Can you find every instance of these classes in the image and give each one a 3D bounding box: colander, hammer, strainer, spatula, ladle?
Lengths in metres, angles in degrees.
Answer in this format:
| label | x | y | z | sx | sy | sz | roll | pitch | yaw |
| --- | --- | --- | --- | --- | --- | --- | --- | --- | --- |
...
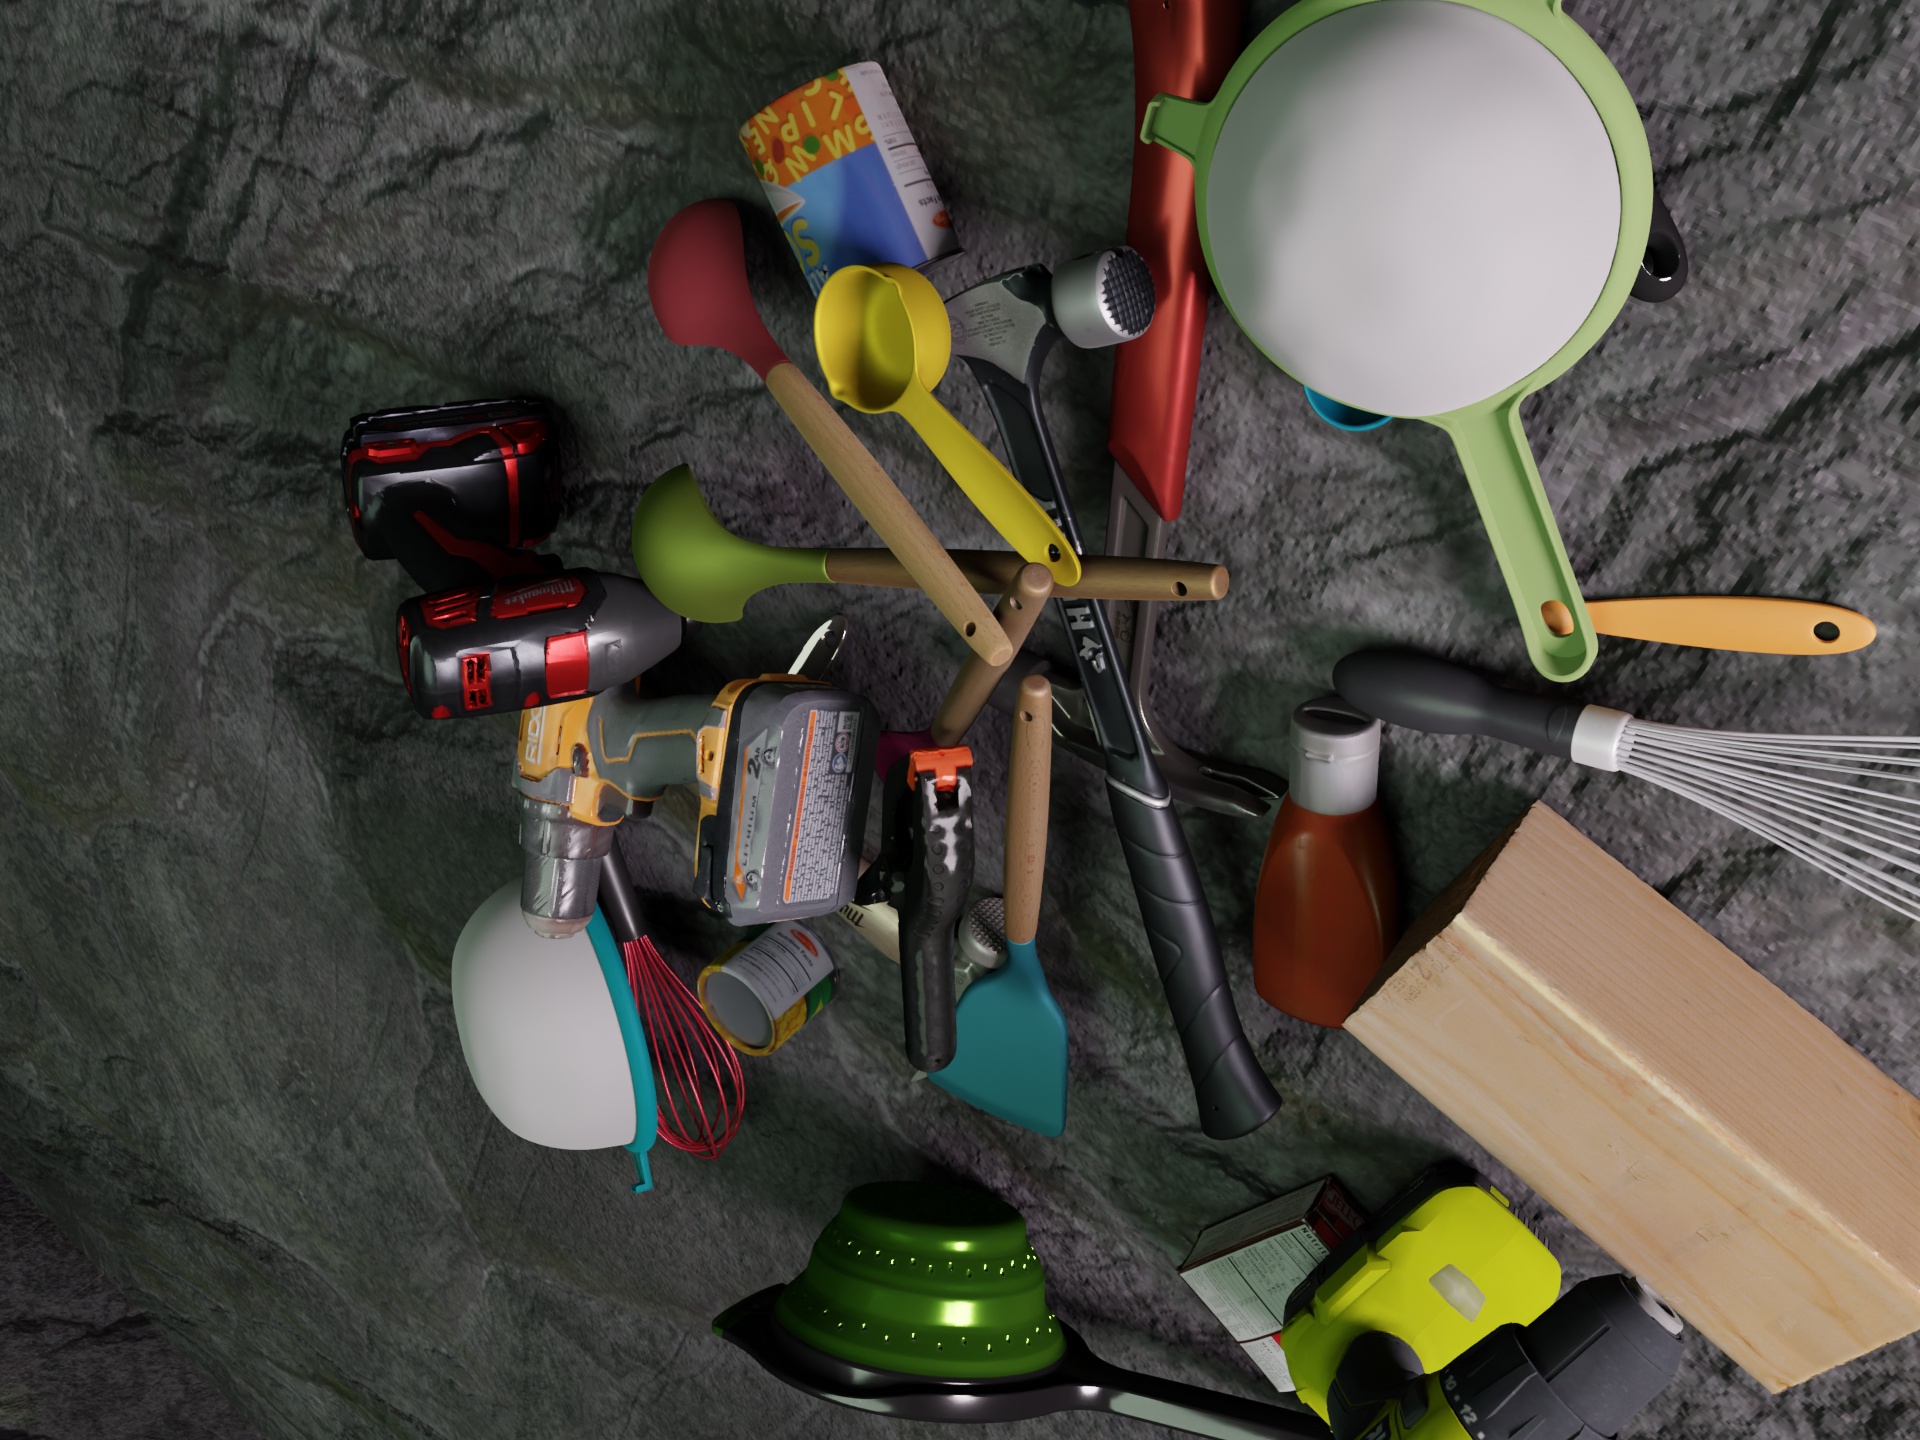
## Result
| label | x | y | z | sx | sy | sz | roll | pitch | yaw |
| --- | --- | --- | --- | --- | --- | --- | --- | --- | --- |
| colander | 0.056 | 0.340 | 0.918 | 0.397 | 0.204 | 0.094 | 6 | 87 | 19 |
| hammer | 0.066 | 0.011 | 0.689 | 0.149 | 0.036 | 0.408 | 0 | 116 | 43 |
| hammer | -0.142 | 0.043 | 0.933 | 0.411 | 0.038 | 0.146 | 38 | 136 | 15 |
| strainer | 0.158 | -0.110 | 0.526 | 0.151 | 0.069 | 0.256 | -9 | 118 | 41 |
| hammer | 0.085 | -0.127 | 0.636 | 0.149 | 0.037 | 0.358 | 23 | 130 | 27 |
| spatula | 0.026 | 0.094 | 0.751 | 0.082 | 0.044 | 0.317 | 21 | 143 | 17 |
| strainer | -0.279 | 0.147 | 1.013 | 0.211 | 0.095 | 0.340 | 46 | 145 | 44 |
| ladle | -0.064 | -0.130 | 0.673 | 0.069 | 0.031 | 0.316 | -54 | 54 | 25 |
| ladle | -0.026 | -0.070 | 0.674 | 0.320 | 0.062 | 0.078 | 7 | 124 | 38 |

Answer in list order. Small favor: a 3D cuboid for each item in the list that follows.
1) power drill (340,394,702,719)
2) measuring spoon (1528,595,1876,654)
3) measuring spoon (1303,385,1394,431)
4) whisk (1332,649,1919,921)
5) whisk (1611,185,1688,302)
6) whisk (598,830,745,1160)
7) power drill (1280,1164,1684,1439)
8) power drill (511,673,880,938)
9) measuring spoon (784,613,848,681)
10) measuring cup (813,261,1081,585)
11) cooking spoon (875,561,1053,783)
| label | x | y | z | sx | sy | sz | roll | pitch | yaw |
| --- | --- | --- | --- | --- | --- | --- | --- | --- | --- |
| power drill | -0.231 | -0.084 | 0.817 | 0.220 | 0.143 | 0.078 | 50 | 143 | 44 |
| measuring spoon | 0.260 | -0.034 | 0.569 | 0.117 | 0.011 | 0.021 | 7 | 121 | 37 |
| measuring spoon | 0.138 | -0.171 | 0.584 | 0.042 | 0.021 | 0.128 | -9 | 101 | 39 |
| whisk | 0.263 | 0.013 | 0.569 | 0.285 | 0.070 | 0.070 | 18 | 127 | 37 |
| whisk | 0.161 | -0.233 | 0.504 | 0.239 | 0.055 | 0.055 | 52 | 136 | -7 |
| whisk | -0.209 | 0.159 | 1.051 | 0.073 | 0.073 | 0.295 | -6 | 106 | 42 |
| power drill | 0.200 | 0.268 | 0.652 | 0.080 | 0.228 | 0.190 | 44 | 101 | 8 |
| power drill | -0.156 | 0.045 | 0.837 | 0.226 | 0.084 | 0.185 | 14 | 99 | 38 |
| measuring spoon | -0.091 | -0.006 | 0.851 | 0.034 | 0.018 | 0.124 | 45 | 111 | 26 |
| measuring cup | 0.002 | -0.114 | 0.614 | 0.156 | 0.029 | 0.062 | 51 | 136 | 12 |
| cooking spoon | -0.001 | -0.002 | 0.720 | 0.069 | 0.017 | 0.318 | 49 | 160 | 7 |
